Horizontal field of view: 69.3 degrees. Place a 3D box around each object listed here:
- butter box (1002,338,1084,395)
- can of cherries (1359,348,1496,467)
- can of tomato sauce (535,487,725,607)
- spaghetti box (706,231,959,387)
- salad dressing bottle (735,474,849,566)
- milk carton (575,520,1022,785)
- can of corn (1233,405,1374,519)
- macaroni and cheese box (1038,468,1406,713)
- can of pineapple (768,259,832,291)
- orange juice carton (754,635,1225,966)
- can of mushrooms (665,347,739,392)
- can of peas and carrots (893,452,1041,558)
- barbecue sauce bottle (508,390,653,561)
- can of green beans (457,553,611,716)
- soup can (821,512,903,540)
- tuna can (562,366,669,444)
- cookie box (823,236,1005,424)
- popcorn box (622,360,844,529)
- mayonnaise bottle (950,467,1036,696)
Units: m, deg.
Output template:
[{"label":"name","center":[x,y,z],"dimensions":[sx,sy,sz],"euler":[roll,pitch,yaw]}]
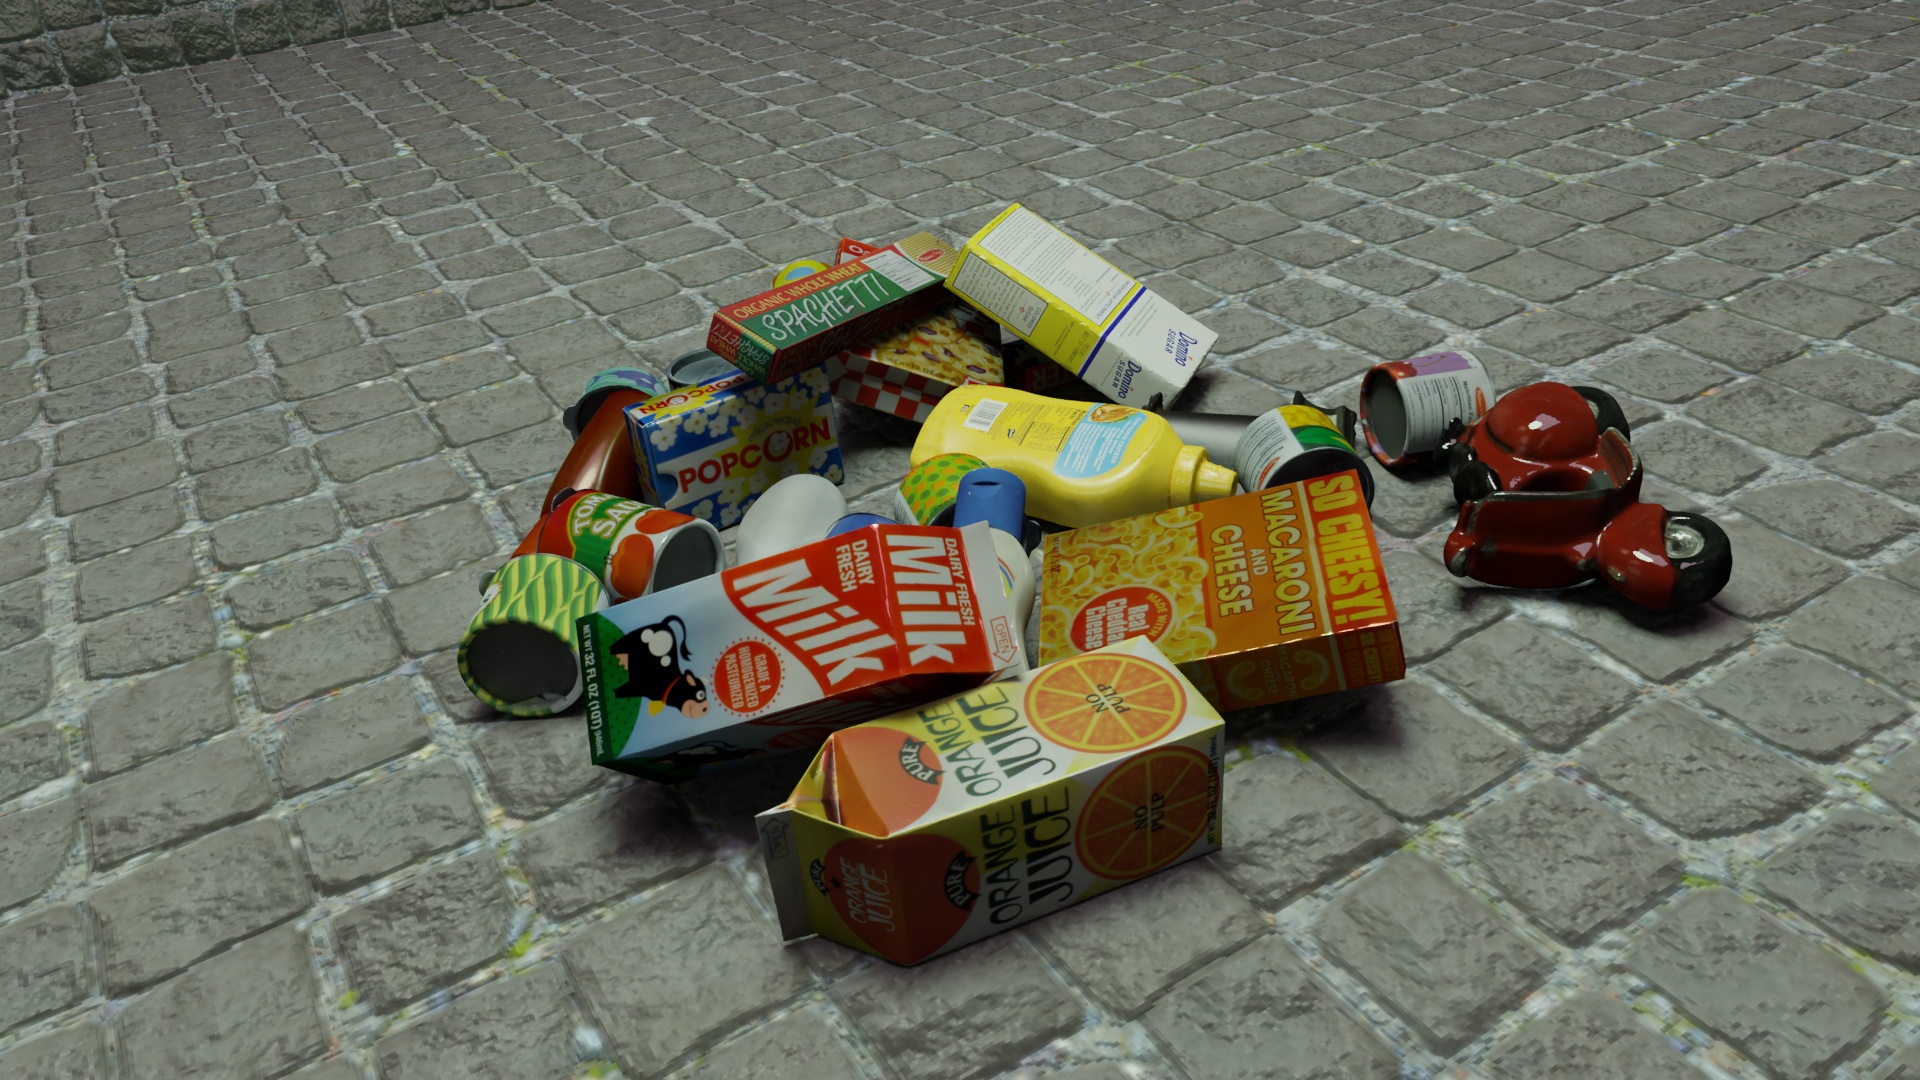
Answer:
[{"label":"butter box","center":[0.080,-0.136,1.018],"dimensions":[0.104,0.024,0.053],"euler":[-18,34,-20]},{"label":"can of cherries","center":[0.288,-0.081,0.864],"dimensions":[0.058,0.071,0.072],"euler":[-11,32,-9]},{"label":"can of tomato sauce","center":[-0.184,0.009,0.781],"dimensions":[0.083,0.070,0.071],"euler":[14,37,27]},{"label":"spaghetti box","center":[-0.070,-0.157,0.909],"dimensions":[0.050,0.028,0.251],"euler":[34,35,14]},{"label":"salad dressing bottle","center":[-0.103,0.018,0.782],"dimensions":[0.064,0.043,0.148],"euler":[2,34,11]},{"label":"milk carton","center":[-0.069,0.049,0.628],"dimensions":[0.190,0.073,0.072],"euler":[-18,69,11]},{"label":"can of corn","center":[0.199,-0.036,0.805],"dimensions":[0.071,0.070,0.058],"euler":[-7,31,-3]},{"label":"macaroni and cheese box","center":[0.125,0.031,0.690],"dimensions":[0.166,0.040,0.124],"euler":[-12,35,14]},{"label":"can of pineapple","center":[-0.114,-0.177,1.071],"dimensions":[0.071,0.070,0.058],"euler":[-8,32,-4]},{"label":"orange juice carton","center":[0.011,0.112,0.586],"dimensions":[0.193,0.071,0.073],"euler":[-16,33,-17]},{"label":"can of mushrooms","center":[-0.176,-0.113,1.010],"dimensions":[0.071,0.033,0.071],"euler":[-4,31,2]},{"label":"can of peas and carrots","center":[0.003,-0.010,0.788],"dimensions":[0.071,0.070,0.059],"euler":[-13,32,-13]},{"label":"barbecue sauce bottle","center":[-0.226,-0.027,0.857],"dimensions":[0.043,0.064,0.149],"euler":[4,41,17]},{"label":"can of green beans","center":[-0.222,0.050,0.726],"dimensions":[0.071,0.071,0.058],"euler":[-4,32,3]},{"label":"soup can","center":[-0.056,0.035,0.725],"dimensions":[0.071,0.071,0.084],"euler":[7,34,18]},{"label":"tuna can","center":[-0.229,-0.082,0.935],"dimensions":[0.071,0.070,0.033],"euler":[-6,30,-1]},{"label":"cookie box","center":[-0.035,-0.144,0.979],"dimensions":[0.123,0.040,0.168],"euler":[16,35,-13]},{"label":"popcorn box","center":[-0.139,-0.060,0.870],"dimensions":[0.127,0.084,0.038],"euler":[-23,35,-26]},{"label":"mayonnaise bottle","center":[0.008,0.033,0.693],"dimensions":[0.065,0.041,0.149],"euler":[0,56,12]}]
